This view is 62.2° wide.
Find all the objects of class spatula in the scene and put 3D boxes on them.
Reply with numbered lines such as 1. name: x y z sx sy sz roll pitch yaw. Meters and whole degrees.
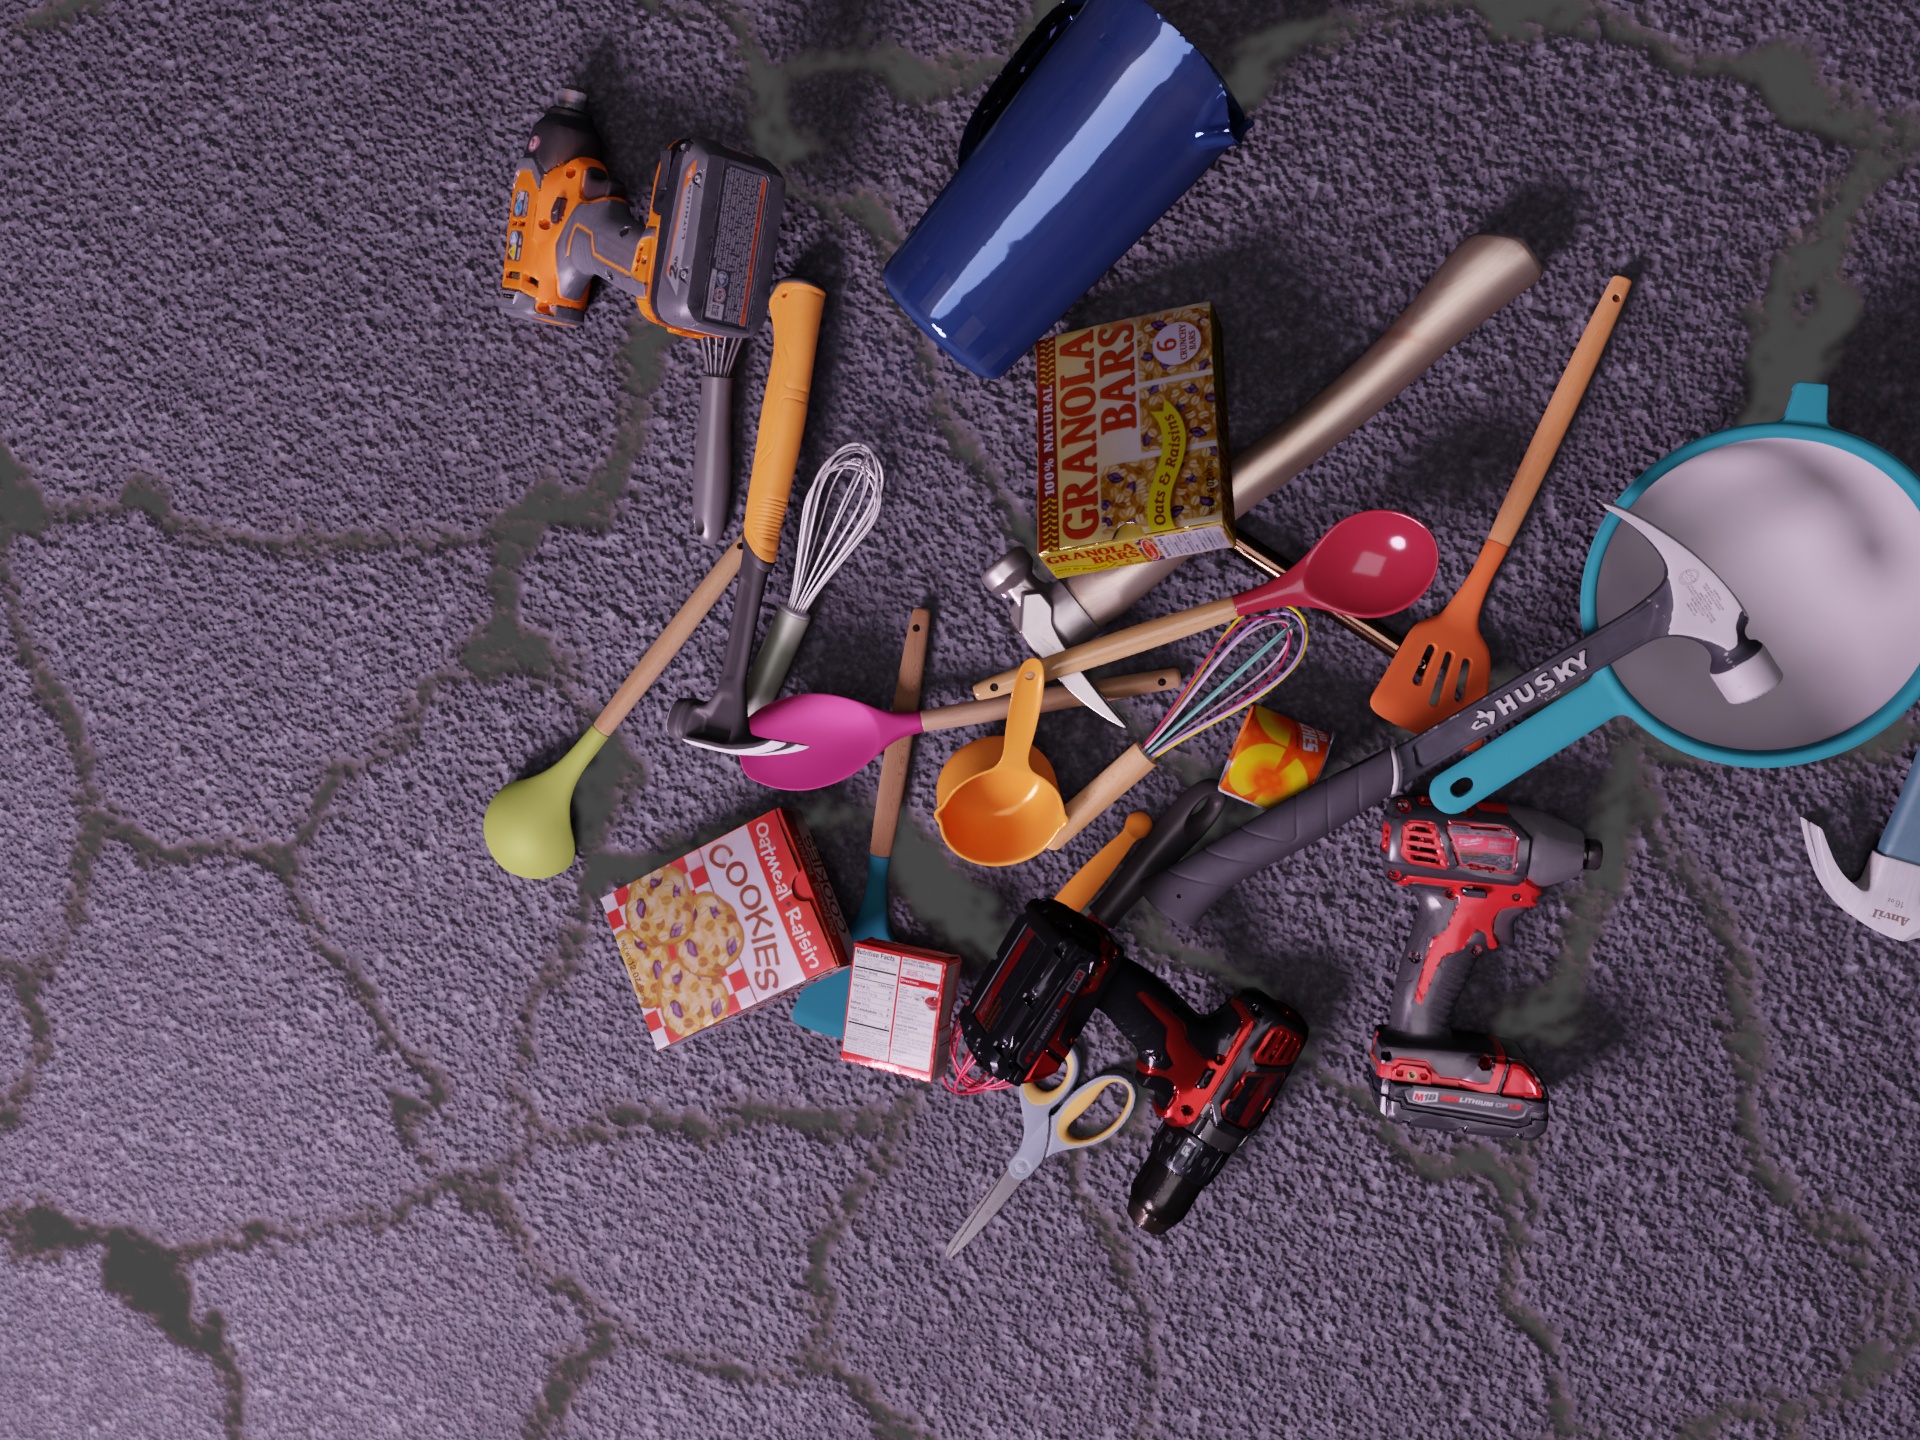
1. spatula: 0.193 -0.119 1.098 0.316 0.018 0.060 34 101 5
2. spatula: -0.055 0.075 1.156 0.082 0.044 0.317 11 98 13
3. spatula: 0.369 -0.139 1.052 0.081 0.041 0.322 23 100 0

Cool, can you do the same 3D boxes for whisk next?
1. whisk: -0.171 -0.243 1.134 0.055 0.055 0.239 8 103 9
2. whisk: -0.117 -0.086 1.149 0.059 0.057 0.246 37 108 39
3. whisk: 0.145 0.006 1.113 0.047 0.051 0.245 44 108 -8
4. whisk: 0.088 0.155 1.135 0.073 0.073 0.296 40 96 3

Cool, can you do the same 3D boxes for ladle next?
1. ladle: 0.157 -0.066 1.051 0.315 0.031 0.069 -18 90 11
2. ladle: -0.247 -0.013 1.186 0.078 0.062 0.320 39 95 8

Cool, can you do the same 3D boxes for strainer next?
1. strainer: 0.453 -0.046 1.028 0.340 0.095 0.211 -36 88 19

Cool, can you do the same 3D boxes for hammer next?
1. hammer: -0.133 -0.143 1.110 0.127 0.034 0.337 9 89 44
2. hammer: 0.215 -0.167 1.063 0.410 0.038 0.146 -38 88 10
3. hammer: 0.290 0.017 1.013 0.409 0.036 0.149 -33 92 19
4. hammer: 0.646 -0.018 1.023 0.128 0.033 0.331 16 100 7

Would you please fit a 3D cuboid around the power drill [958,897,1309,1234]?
1. power drill: 0.112 0.242 1.094 0.226 0.080 0.188 29 94 -21

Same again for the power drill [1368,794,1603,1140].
1. power drill: 0.353 0.163 1.080 0.143 0.078 0.219 4 95 9

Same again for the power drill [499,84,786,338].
1. power drill: -0.224 -0.345 1.077 0.227 0.084 0.164 18 102 38

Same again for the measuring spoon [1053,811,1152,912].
1. measuring spoon: 0.097 0.112 1.149 0.021 0.011 0.117 41 102 3

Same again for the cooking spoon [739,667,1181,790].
1. cooking spoon: -0.002 -0.004 1.129 0.319 0.017 0.068 -10 97 4

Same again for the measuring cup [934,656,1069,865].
1. measuring cup: 0.033 0.019 1.098 0.095 0.052 0.173 4 123 -10
